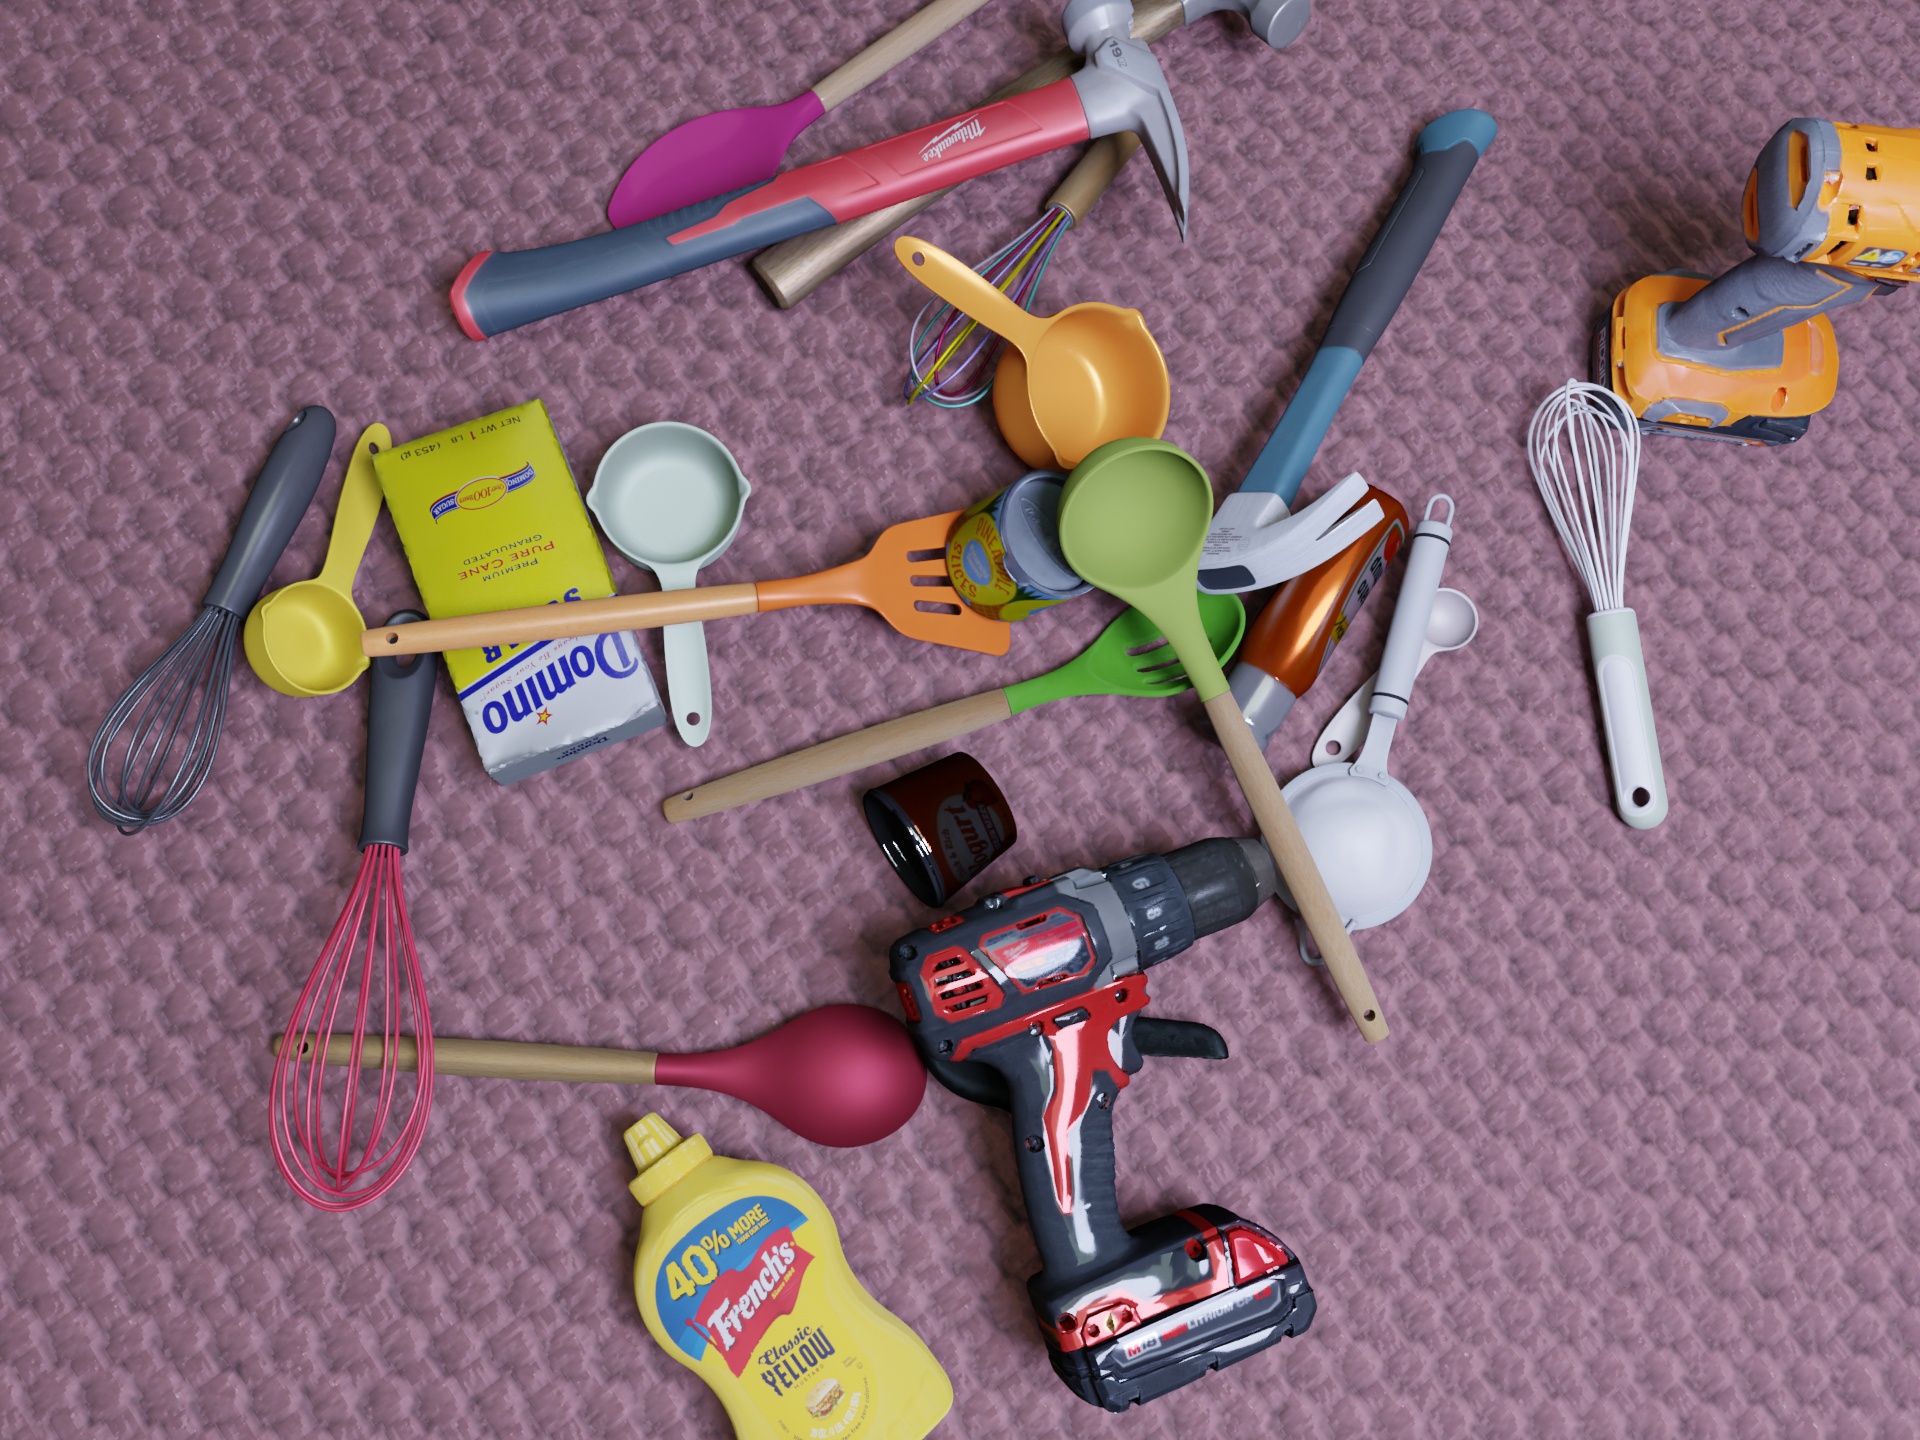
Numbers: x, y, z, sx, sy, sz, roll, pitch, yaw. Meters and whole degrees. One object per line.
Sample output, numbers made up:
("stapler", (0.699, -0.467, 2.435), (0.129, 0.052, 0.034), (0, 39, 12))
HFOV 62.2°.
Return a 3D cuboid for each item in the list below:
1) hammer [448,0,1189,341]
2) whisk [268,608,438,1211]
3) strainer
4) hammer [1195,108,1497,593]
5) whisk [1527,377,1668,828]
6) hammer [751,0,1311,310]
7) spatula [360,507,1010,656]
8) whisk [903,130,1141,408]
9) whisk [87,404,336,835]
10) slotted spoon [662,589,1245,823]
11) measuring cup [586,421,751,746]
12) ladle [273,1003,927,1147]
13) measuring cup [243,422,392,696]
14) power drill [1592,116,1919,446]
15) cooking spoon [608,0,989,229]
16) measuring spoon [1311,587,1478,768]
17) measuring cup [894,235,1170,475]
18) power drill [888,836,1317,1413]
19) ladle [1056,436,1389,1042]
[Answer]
("hammer", (-0.076, -0.259, 0.829), (0.386, 0.038, 0.143), (-18, 74, 2))
("whisk", (-0.278, 0.080, 0.757), (0.073, 0.073, 0.296), (0, 67, -4))
("strainer", (0.217, 0.000, 0.820), (0.087, 0.050, 0.258), (16, 79, 6))
("hammer", (0.207, -0.204, 0.853), (0.033, 0.128, 0.331), (46, 66, -38))
("whisk", (0.347, -0.064, 0.851), (0.058, 0.059, 0.246), (-11, 81, 32))
("hammer", (0.024, -0.335, 0.879), (0.331, 0.031, 0.130), (-37, 64, -6))
("spatula", (-0.127, -0.056, 0.791), (0.322, 0.041, 0.081), (-8, 85, -14))
("whisk", (0.045, -0.262, 0.870), (0.051, 0.047, 0.245), (30, 73, 21))
("whisk", (-0.369, -0.055, 0.798), (0.055, 0.055, 0.239), (18, 72, 0))
("slotted spoon", (-0.001, -0.003, 0.819), (0.313, 0.031, 0.070), (-18, 46, -5))
("measuring cup", (-0.145, -0.068, 0.821), (0.083, 0.038, 0.167), (-6, 86, -8))
("ladle", (-0.173, 0.166, 0.773), (0.315, 0.031, 0.069), (3, 78, -2))
("measuring cup", (-0.322, -0.084, 0.812), (0.029, 0.062, 0.157), (-12, 59, 34))
("power drill", (0.436, -0.214, 0.796), (0.164, 0.226, 0.084), (6, 78, -3))
("cooking spoon", (-0.059, -0.360, 0.890), (0.319, 0.017, 0.069), (-38, 78, -7))
("measuring spoon", (0.229, -0.020, 0.851), (0.034, 0.018, 0.124), (41, 85, 9))
("measuring cup", (0.027, -0.191, 0.820), (0.173, 0.052, 0.095), (30, 78, -24))
("power drill", (0.086, 0.173, 0.735), (0.188, 0.080, 0.227), (-19, 85, -12))
("ladle", (0.137, 0.012, 0.771), (0.078, 0.062, 0.320), (-25, 90, 3))
